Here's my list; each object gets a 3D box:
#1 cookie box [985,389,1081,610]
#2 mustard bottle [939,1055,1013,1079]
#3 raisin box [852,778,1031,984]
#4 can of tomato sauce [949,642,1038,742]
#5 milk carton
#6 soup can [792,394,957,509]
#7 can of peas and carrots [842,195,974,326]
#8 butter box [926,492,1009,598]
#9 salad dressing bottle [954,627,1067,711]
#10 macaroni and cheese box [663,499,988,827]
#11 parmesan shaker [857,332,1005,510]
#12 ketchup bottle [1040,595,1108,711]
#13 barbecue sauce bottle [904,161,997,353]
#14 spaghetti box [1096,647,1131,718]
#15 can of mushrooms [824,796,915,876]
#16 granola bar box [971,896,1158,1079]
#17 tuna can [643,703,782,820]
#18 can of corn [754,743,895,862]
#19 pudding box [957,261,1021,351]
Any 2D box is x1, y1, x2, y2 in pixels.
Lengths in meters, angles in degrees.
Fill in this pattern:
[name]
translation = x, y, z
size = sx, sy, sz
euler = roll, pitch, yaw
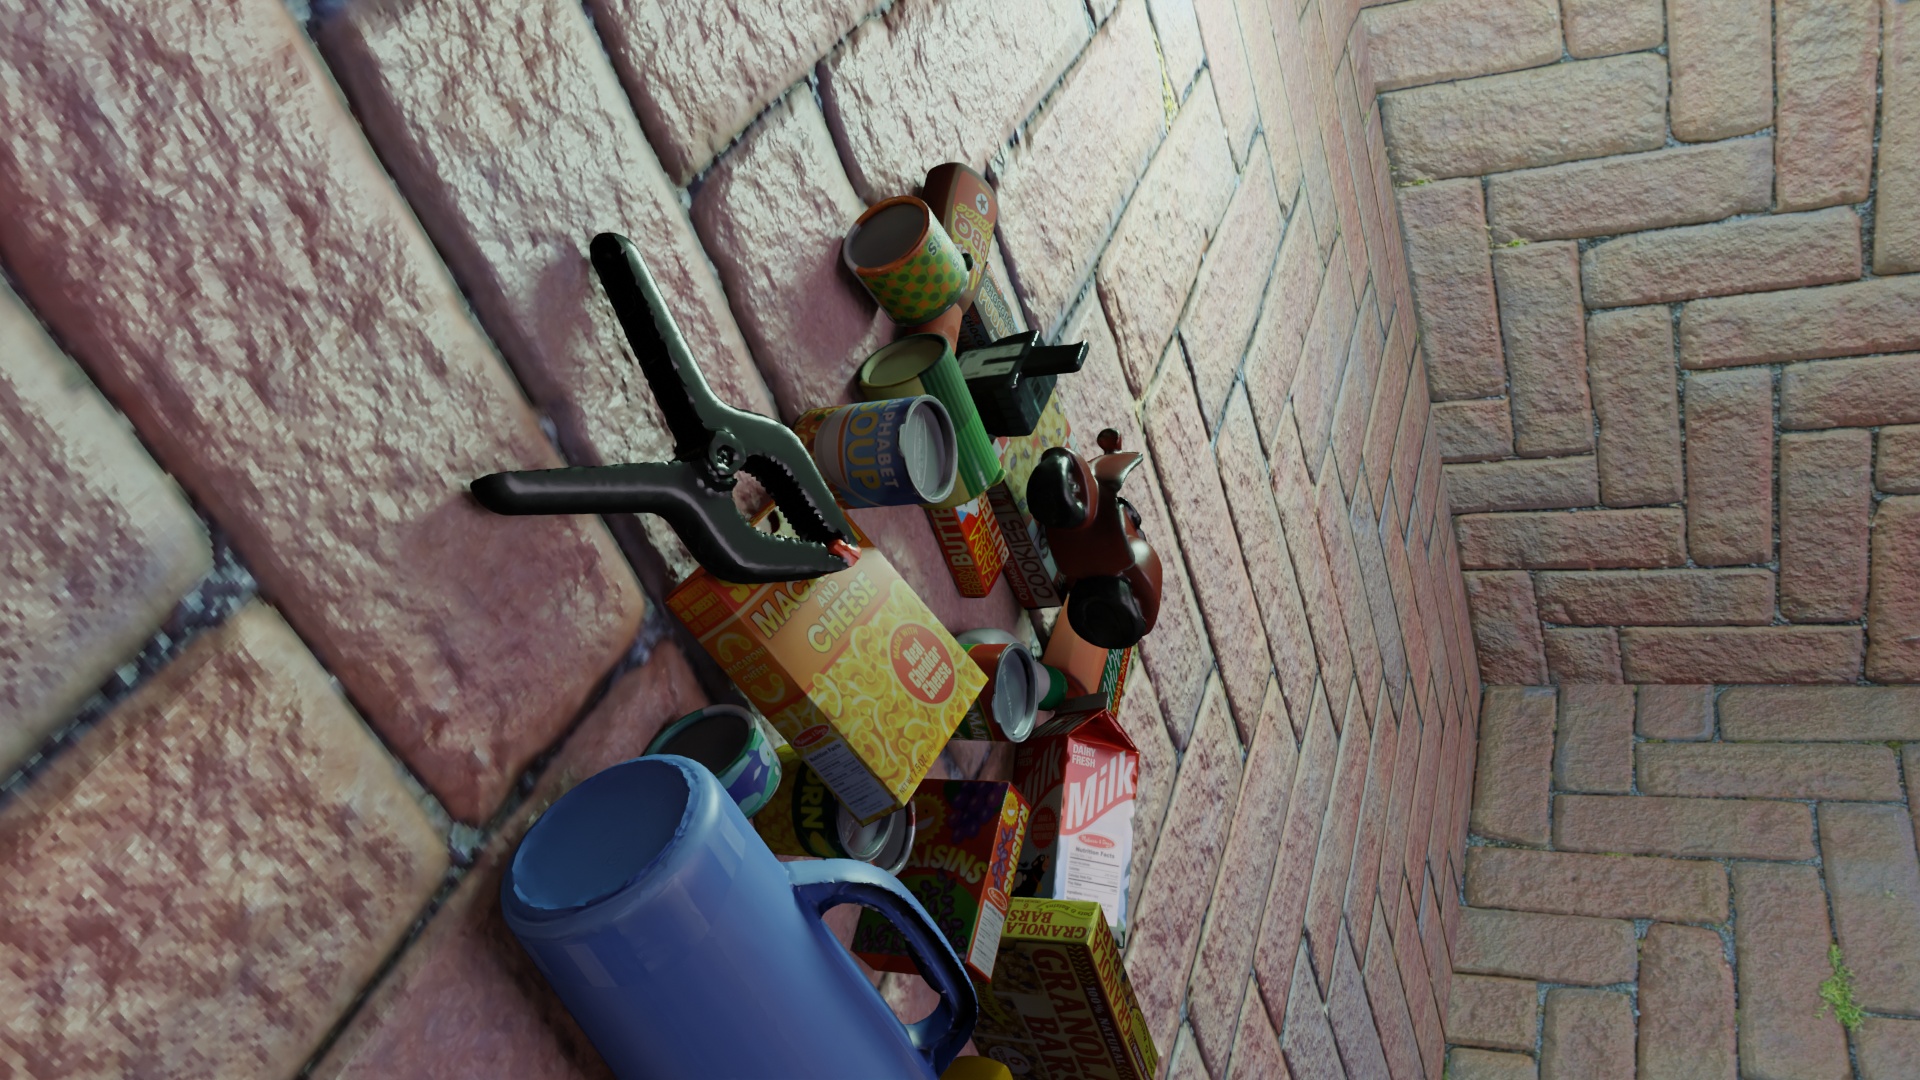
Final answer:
[cookie box]
translation = 0.055, -0.046, 1.108
size = 0.166, 0.040, 0.123
euler = 64, 37, -35
[mustard bottle]
translation = -0.023, 0.394, 0.887
size = 0.161, 0.065, 0.048
euler = -30, 108, -53
[raisin box]
translation = -0.010, 0.218, 0.903
size = 0.040, 0.086, 0.124
euler = 54, 42, -44
[can of tomato sauce]
translation = 0.001, 0.104, 0.940
size = 0.071, 0.083, 0.071
euler = 12, 77, -61
[milk carton]
translation = 0.086, 0.213, 1.075
size = 0.073, 0.072, 0.191
euler = 18, 69, -28
[soup can]
translation = -0.055, -0.053, 0.852
size = 0.071, 0.083, 0.071
euler = 13, 75, -61
[can of peas and carrots]
translation = -0.034, -0.187, 0.921
size = 0.058, 0.071, 0.071
euler = 48, 46, -49
[butter box]
translation = 0.004, -0.013, 1.022
size = 0.053, 0.024, 0.103
euler = -60, 138, -47
[salad dressing bottle]
translation = 0.037, 0.104, 1.053
size = 0.147, 0.044, 0.064
euler = 26, 62, -60
[macaroni and cheese box]
translation = -0.070, 0.057, 0.785
size = 0.166, 0.040, 0.124
euler = 50, 37, -9
[parmesan shaker]
translation = -0.018, -0.081, 0.938
size = 0.102, 0.071, 0.072
euler = 66, 34, -33
[ketchup bottle]
translation = 0.106, 0.075, 1.185
size = 0.064, 0.043, 0.149
euler = 64, 35, -38
[barbecue sauce bottle]
translation = -0.010, -0.195, 0.996
size = 0.064, 0.043, 0.149
euler = 40, 53, -47
[spaghetti box]
translation = 0.110, 0.166, 1.197
size = 0.050, 0.028, 0.251
euler = 56, 40, -44
[can of mushrooms]
translation = -0.058, 0.177, 0.873
size = 0.071, 0.033, 0.071
euler = 9, 80, -61
[granola bar box]
translation = 0.059, 0.322, 0.980
size = 0.039, 0.124, 0.164
euler = -60, 138, -48
[tuna can]
translation = -0.130, 0.119, 0.711
size = 0.071, 0.071, 0.032
euler = -62, 139, -45
[can of corn]
translation = -0.080, 0.151, 0.808
size = 0.071, 0.058, 0.071
euler = 11, 77, -61
[pudding box]
translation = 0.018, -0.164, 1.060
size = 0.083, 0.030, 0.050
euler = 63, 35, -38
